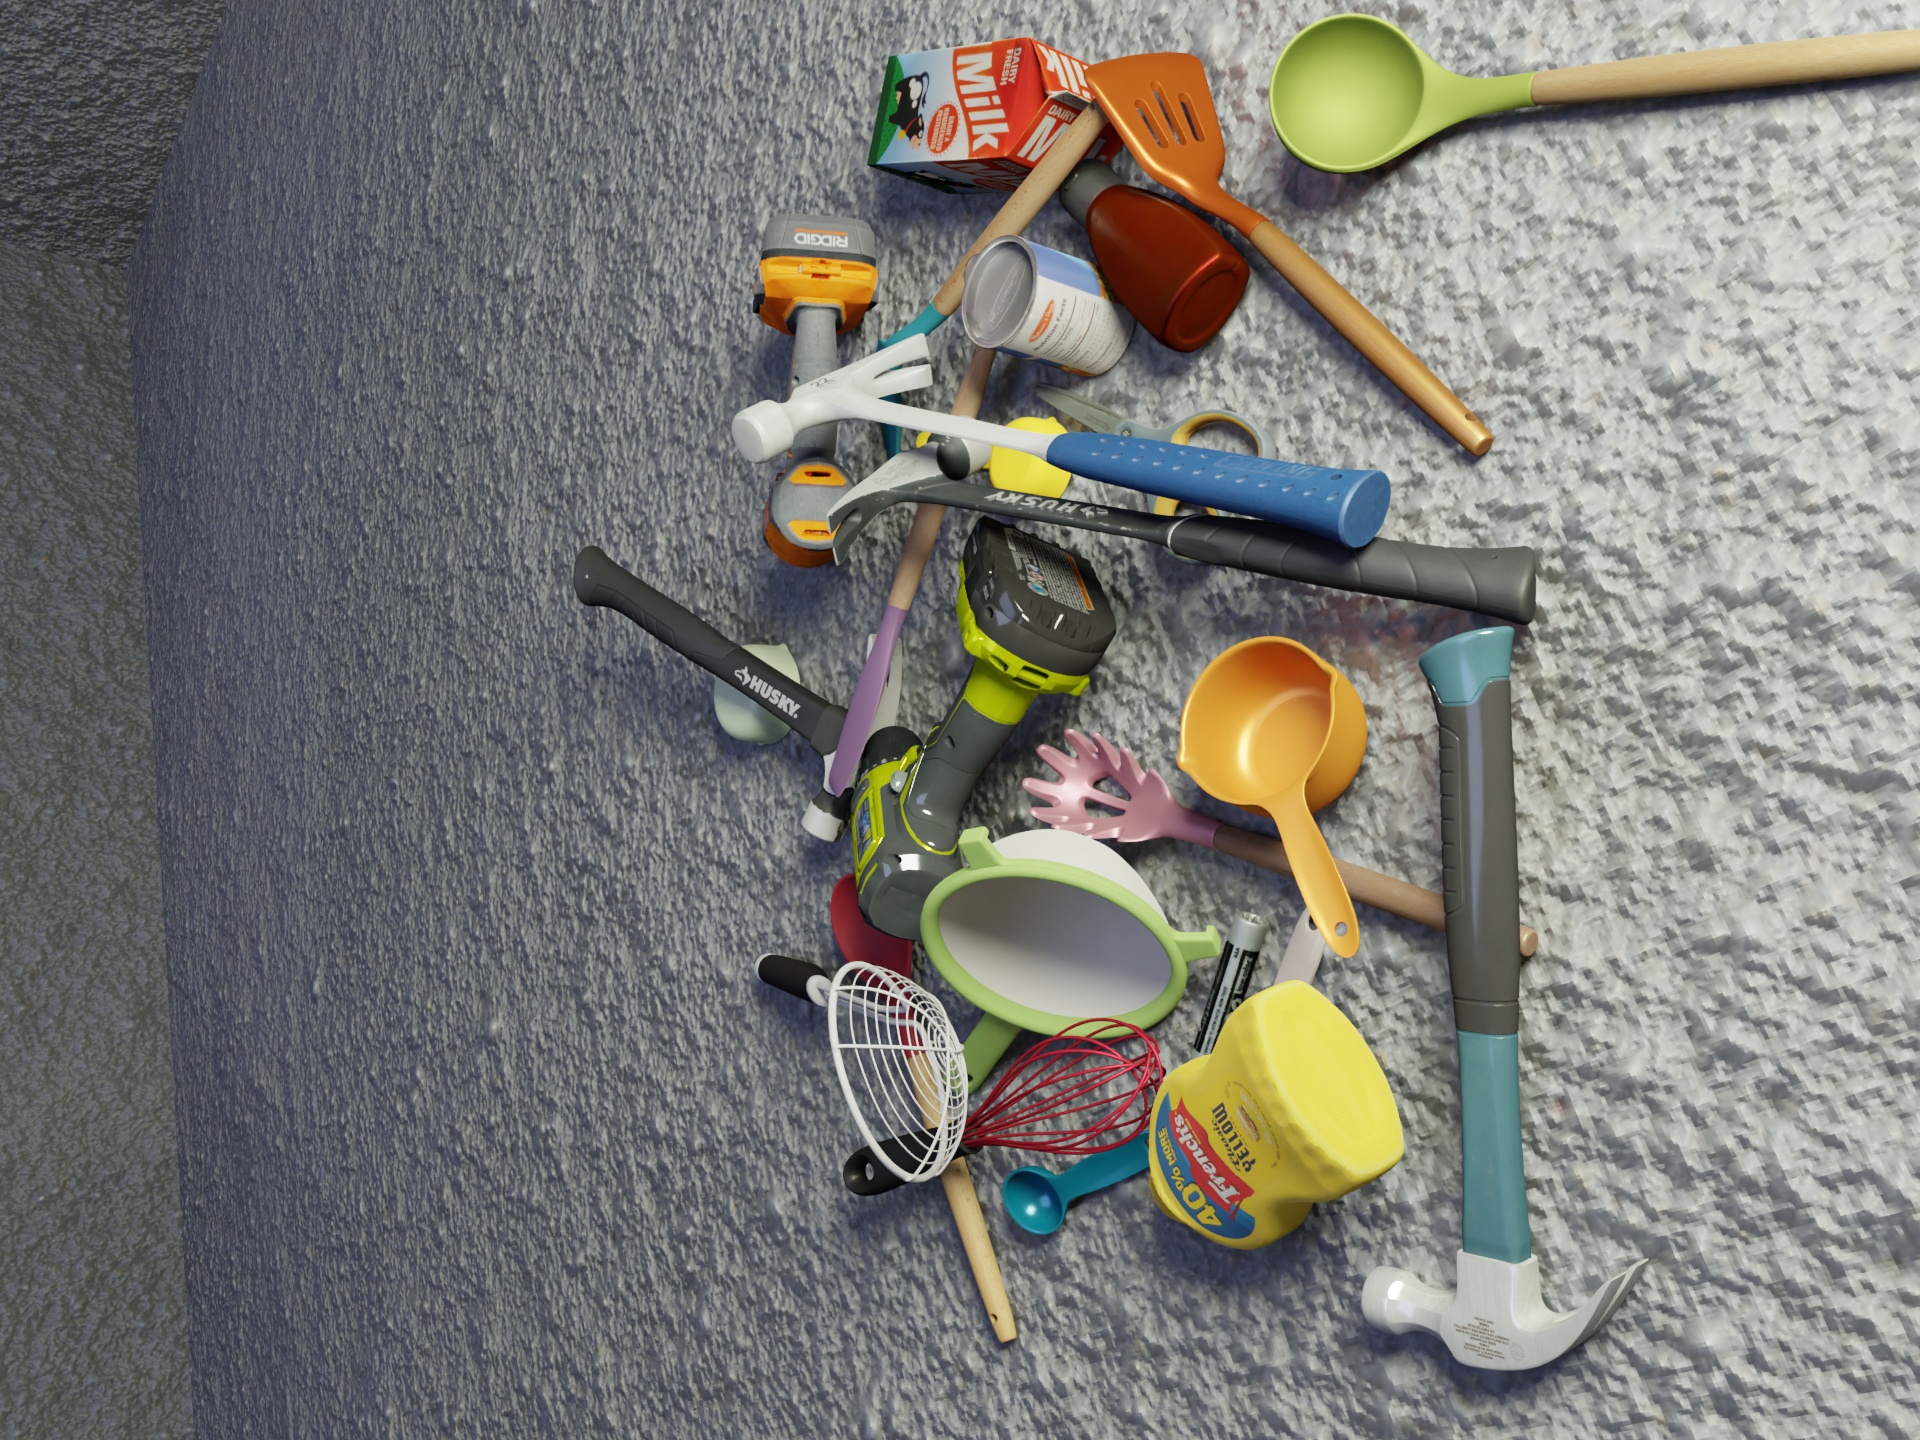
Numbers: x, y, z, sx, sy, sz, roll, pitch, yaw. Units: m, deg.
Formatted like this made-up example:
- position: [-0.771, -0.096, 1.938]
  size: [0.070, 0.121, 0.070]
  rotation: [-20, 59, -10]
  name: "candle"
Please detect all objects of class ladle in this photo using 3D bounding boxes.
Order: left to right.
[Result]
- position: [-0.020, 0.243, 1.033]
  size: [0.069, 0.031, 0.316]
  rotation: [-41, 58, 37]
  name: "ladle"
- position: [0.277, -0.289, 0.710]
  size: [0.320, 0.062, 0.078]
  rotation: [17, 97, 47]
  name: "ladle"

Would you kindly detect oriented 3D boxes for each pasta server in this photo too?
- position: [0.154, 0.066, 0.833]
  size: [0.316, 0.040, 0.060]
  rotation: [18, 82, 48]
  name: "pasta server"

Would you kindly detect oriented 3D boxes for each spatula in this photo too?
- position: [-0.032, -0.098, 1.038]
  size: [0.060, 0.018, 0.316]
  rotation: [-137, 65, -69]
  name: "spatula"
- position: [0.011, -0.279, 1.013]
  size: [0.317, 0.044, 0.082]
  rotation: [-41, 53, 45]
  name: "spatula"
- position: [0.174, -0.250, 0.834]
  size: [0.323, 0.081, 0.041]
  rotation: [56, 151, 31]
  name: "spatula"

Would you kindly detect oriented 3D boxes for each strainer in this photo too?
- position: [0.042, 0.141, 0.938]
  size: [0.256, 0.151, 0.069]
  rotation: [117, 175, -49]
  name: "strainer"

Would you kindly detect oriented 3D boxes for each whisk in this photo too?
- position: [0.018, 0.241, 0.947]
  size: [0.296, 0.073, 0.073]
  rotation: [-34, 61, 43]
  name: "whisk"

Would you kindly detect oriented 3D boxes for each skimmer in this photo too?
- position: [-0.092, 0.197, 1.014]
  size: [0.127, 0.090, 0.363]
  rotation: [62, 158, -12]
  name: "skimmer"

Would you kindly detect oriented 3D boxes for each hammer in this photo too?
- position: [-0.177, -0.053, 1.179]
  size: [0.335, 0.035, 0.146]
  rotation: [32, 104, 32]
  name: "hammer"
- position: [0.051, -0.155, 0.876]
  size: [0.406, 0.144, 0.035]
  rotation: [21, 134, 41]
  name: "hammer"
- position: [0.103, -0.100, 0.837]
  size: [0.409, 0.149, 0.036]
  rotation: [16, 130, 38]
  name: "hammer"
- position: [0.233, 0.124, 0.711]
  size: [0.128, 0.033, 0.331]
  rotation: [-2, 92, 49]
  name: "hammer"

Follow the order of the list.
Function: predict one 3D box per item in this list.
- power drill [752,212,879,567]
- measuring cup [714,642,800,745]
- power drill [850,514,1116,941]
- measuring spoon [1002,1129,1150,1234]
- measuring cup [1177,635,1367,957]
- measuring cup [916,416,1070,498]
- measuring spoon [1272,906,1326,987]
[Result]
- position: [-0.106, -0.221, 1.123]
  size: [0.164, 0.084, 0.226]
  rotation: [164, 107, -80]
  name: "power drill"
- position: [-0.133, -0.006, 1.181]
  size: [0.168, 0.038, 0.083]
  rotation: [31, 110, 49]
  name: "measuring cup"
- position: [-0.002, -0.003, 0.972]
  size: [0.228, 0.080, 0.191]
  rotation: [-61, 19, 24]
  name: "power drill"
- position: [0.077, 0.261, 0.925]
  size: [0.128, 0.021, 0.042]
  rotation: [-36, 83, 32]
  name: "measuring spoon"
- position: [0.172, 0.041, 0.787]
  size: [0.095, 0.052, 0.174]
  rotation: [-34, 56, 28]
  name: "measuring cup"
- position: [0.011, -0.174, 1.033]
  size: [0.157, 0.029, 0.062]
  rotation: [22, 103, 48]
  name: "measuring cup"
- position: [0.164, 0.147, 0.827]
  size: [0.034, 0.018, 0.124]
  rotation: [35, 112, 46]
  name: "measuring spoon"
